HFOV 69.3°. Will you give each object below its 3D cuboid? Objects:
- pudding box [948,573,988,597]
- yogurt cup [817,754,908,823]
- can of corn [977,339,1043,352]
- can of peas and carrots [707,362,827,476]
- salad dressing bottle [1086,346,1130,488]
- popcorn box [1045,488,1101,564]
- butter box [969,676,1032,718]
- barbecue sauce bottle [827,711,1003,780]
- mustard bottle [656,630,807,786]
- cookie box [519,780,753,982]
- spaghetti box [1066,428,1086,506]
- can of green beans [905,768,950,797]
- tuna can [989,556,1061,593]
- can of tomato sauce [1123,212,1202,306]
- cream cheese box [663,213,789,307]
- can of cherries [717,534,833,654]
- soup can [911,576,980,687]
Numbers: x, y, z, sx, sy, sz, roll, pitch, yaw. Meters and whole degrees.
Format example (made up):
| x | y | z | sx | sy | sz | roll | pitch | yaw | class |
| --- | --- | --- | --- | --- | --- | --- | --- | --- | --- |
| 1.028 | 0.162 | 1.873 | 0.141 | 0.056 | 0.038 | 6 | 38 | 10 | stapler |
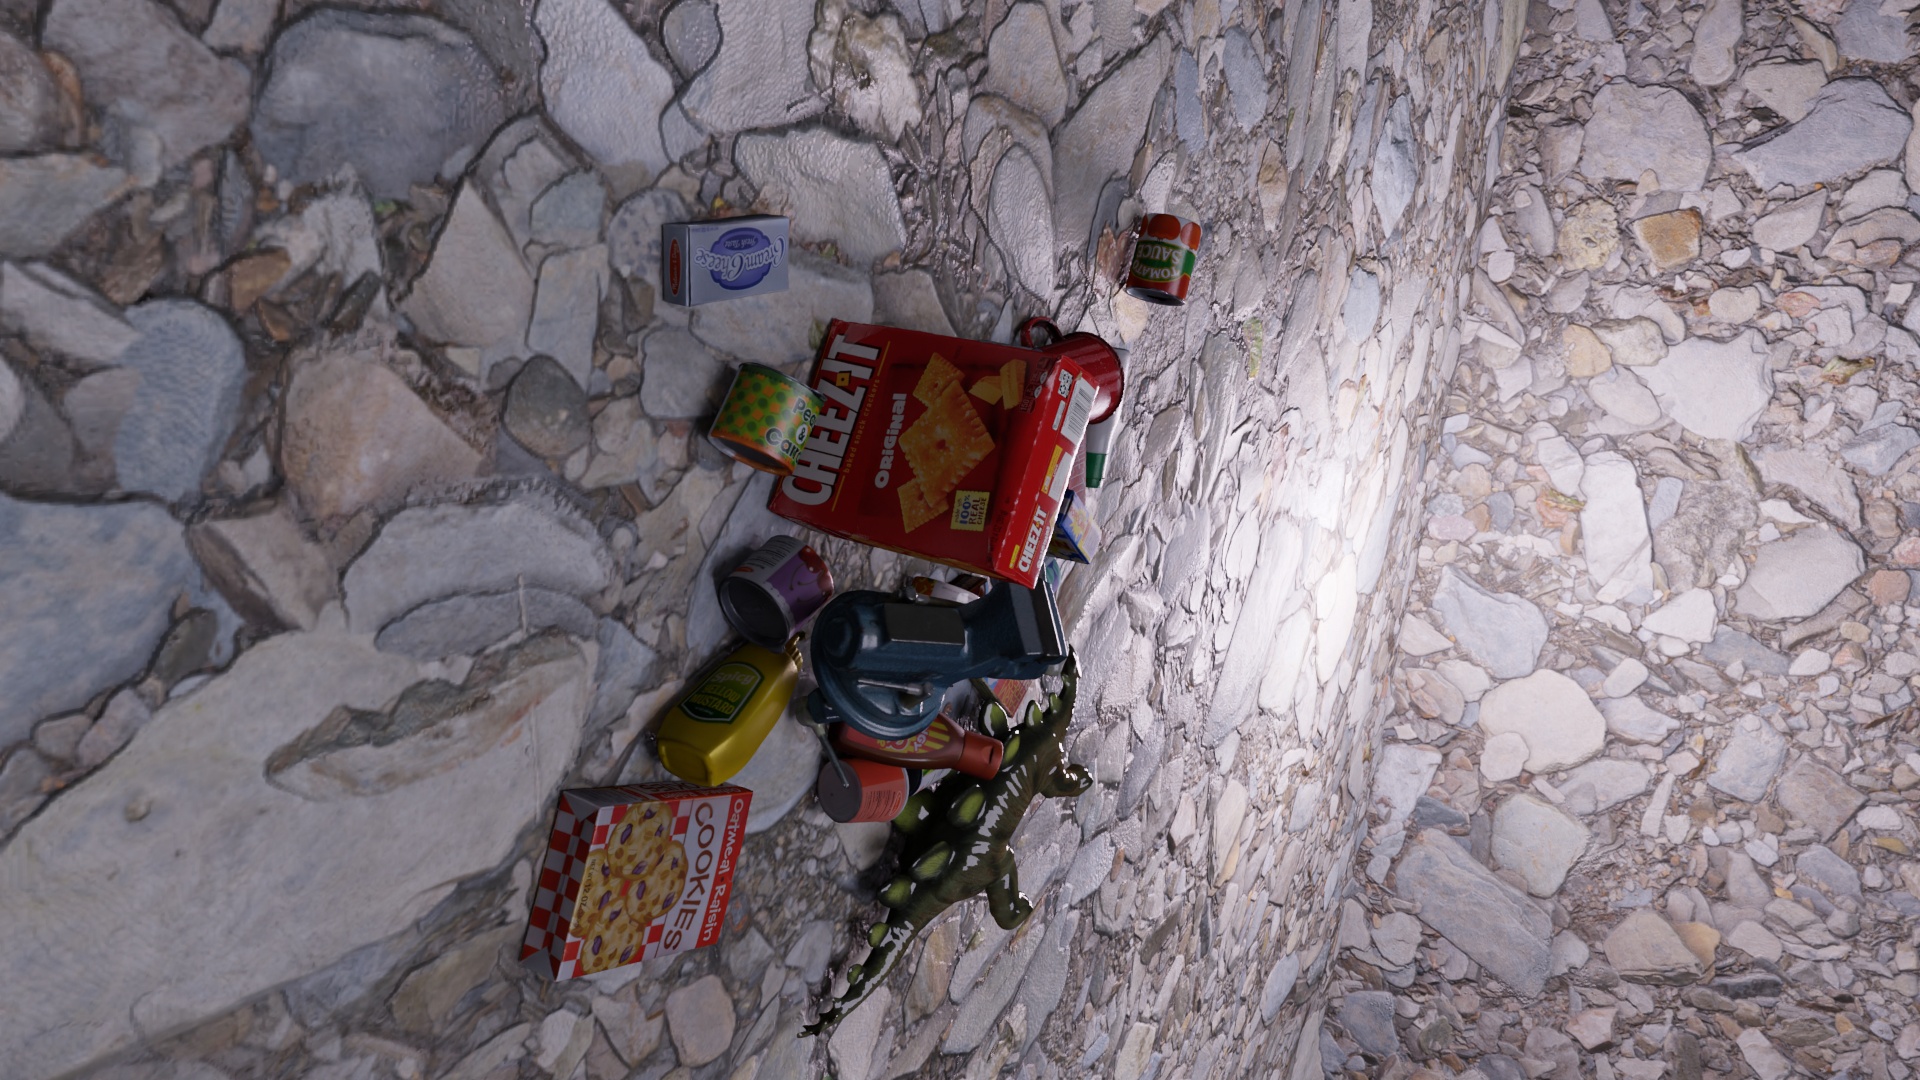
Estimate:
| x | y | z | sx | sy | sz | roll | pitch | yaw | class |
| --- | --- | --- | --- | --- | --- | --- | --- | --- | --- |
| 0.003 | 0.078 | 1.325 | 0.050 | 0.030 | 0.083 | -32 | 129 | -48 | pudding box |
| -0.087 | 0.214 | 1.204 | 0.054 | 0.072 | 0.072 | 0 | 102 | -51 | yogurt cup |
| 0.038 | -0.144 | 1.260 | 0.071 | 0.058 | 0.071 | -32 | 129 | -50 | can of corn |
| -0.136 | -0.084 | 0.984 | 0.071 | 0.071 | 0.059 | 41 | 68 | -57 | can of peas and carrots |
| 0.144 | -0.130 | 1.456 | 0.064 | 0.044 | 0.147 | -11 | 113 | -59 | salad dressing bottle |
| 0.057 | -0.022 | 1.276 | 0.085 | 0.127 | 0.038 | 48 | 59 | -55 | popcorn box |
| 0.039 | 0.137 | 1.417 | 0.053 | 0.024 | 0.103 | -62 | 147 | -21 | butter box |
| -0.037 | 0.169 | 1.197 | 0.148 | 0.043 | 0.065 | 20 | 66 | -16 | barbecue sauce bottle |
| -0.161 | 0.114 | 1.042 | 0.161 | 0.065 | 0.048 | -53 | 148 | -45 | mustard bottle |
| -0.227 | 0.240 | 1.003 | 0.167 | 0.040 | 0.123 | 12 | 93 | -60 | cookie box |
| 0.089 | -0.072 | 1.287 | 0.029 | 0.050 | 0.248 | -49 | 154 | -25 | spaghetti box |
| -0.046 | 0.194 | 1.259 | 0.058 | 0.071 | 0.071 | -18 | 118 | -56 | can of green beans |
| 0.064 | 0.037 | 1.374 | 0.033 | 0.071 | 0.070 | -43 | 137 | -43 | tuna can |
| 0.216 | -0.299 | 1.478 | 0.071 | 0.071 | 0.083 | 15 | 89 | -60 | can of tomato sauce |
| -0.158 | -0.193 | 0.947 | 0.104 | 0.024 | 0.053 | -24 | 123 | -53 | cream cheese box |
| -0.137 | 0.040 | 1.041 | 0.059 | 0.071 | 0.071 | -47 | 140 | -41 | can of cherries |
| -0.026 | 0.082 | 1.248 | 0.071 | 0.071 | 0.084 | 35 | 72 | -58 | soup can |
